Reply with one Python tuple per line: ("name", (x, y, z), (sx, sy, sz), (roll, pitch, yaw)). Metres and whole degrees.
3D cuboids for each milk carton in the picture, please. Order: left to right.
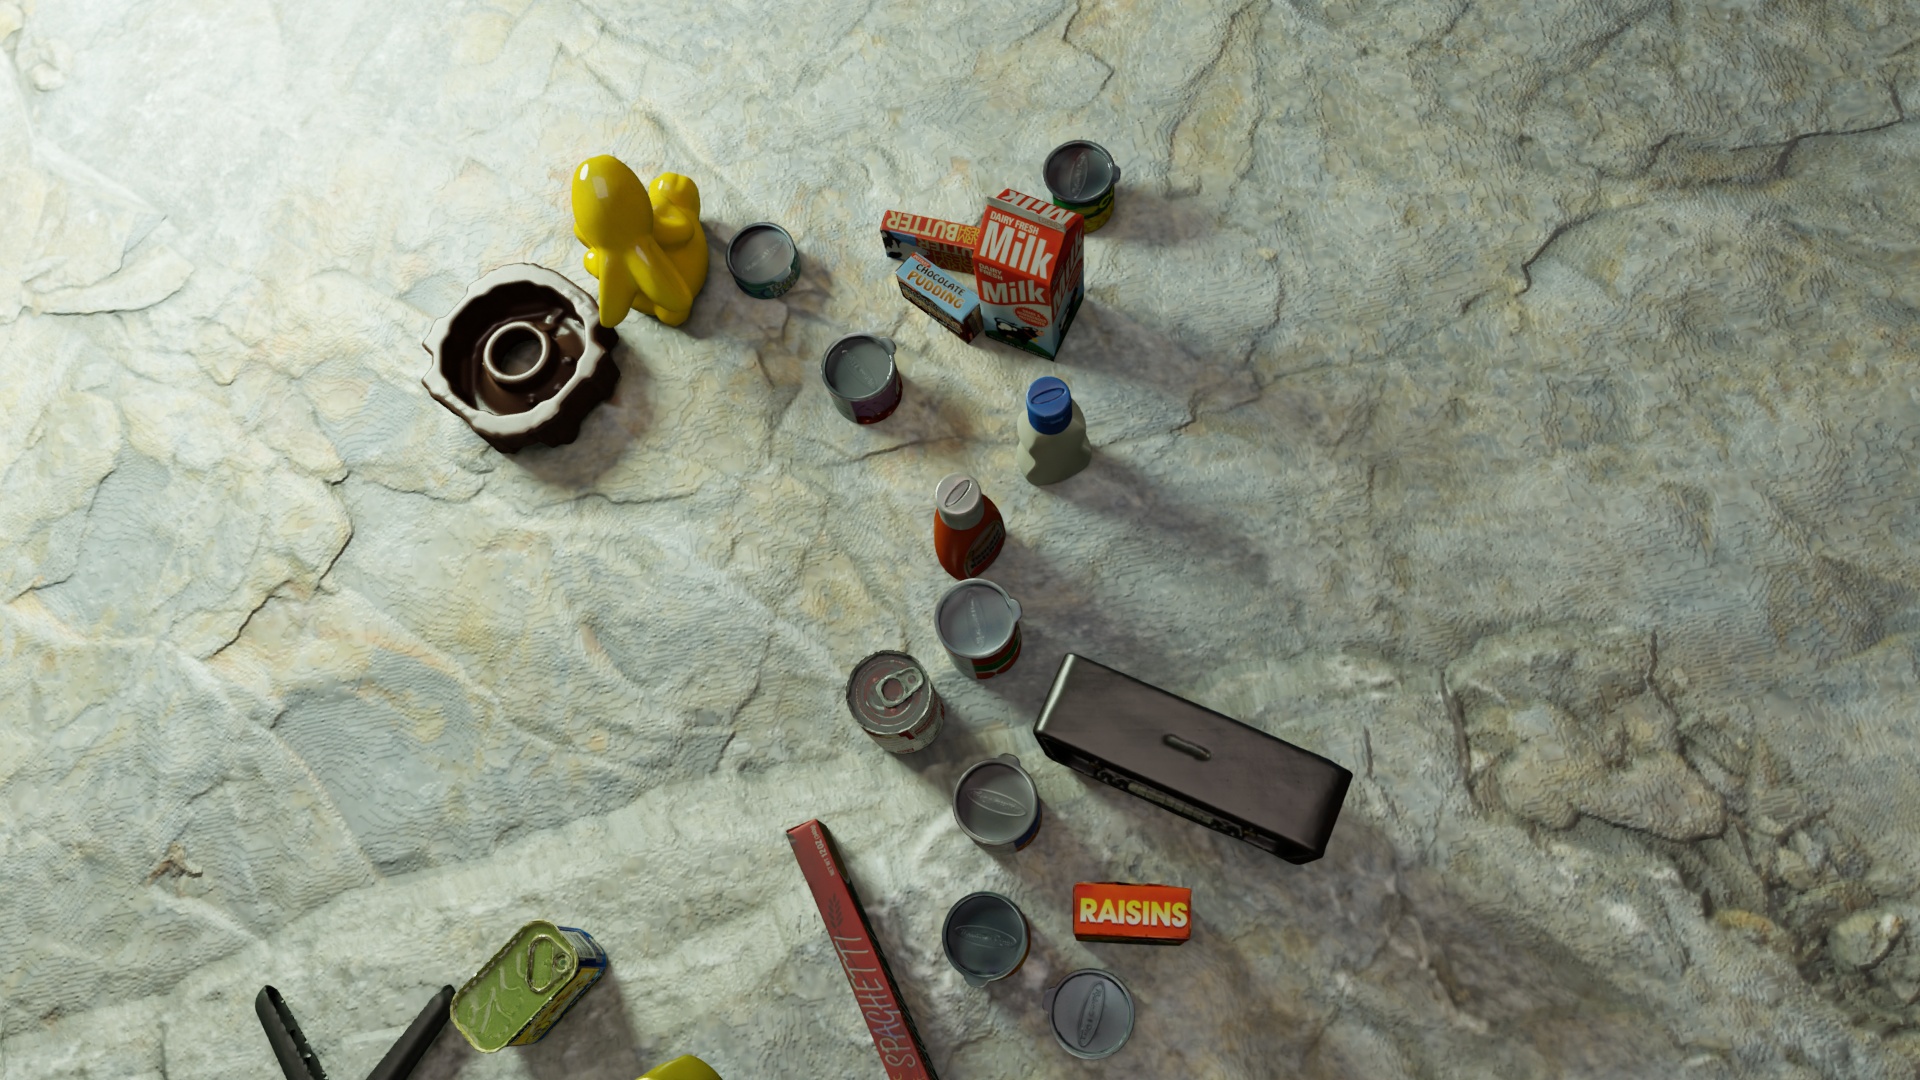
("milk carton", (0.060, -0.234, 1.189), (0.072, 0.190, 0.073), (22, 76, 12))

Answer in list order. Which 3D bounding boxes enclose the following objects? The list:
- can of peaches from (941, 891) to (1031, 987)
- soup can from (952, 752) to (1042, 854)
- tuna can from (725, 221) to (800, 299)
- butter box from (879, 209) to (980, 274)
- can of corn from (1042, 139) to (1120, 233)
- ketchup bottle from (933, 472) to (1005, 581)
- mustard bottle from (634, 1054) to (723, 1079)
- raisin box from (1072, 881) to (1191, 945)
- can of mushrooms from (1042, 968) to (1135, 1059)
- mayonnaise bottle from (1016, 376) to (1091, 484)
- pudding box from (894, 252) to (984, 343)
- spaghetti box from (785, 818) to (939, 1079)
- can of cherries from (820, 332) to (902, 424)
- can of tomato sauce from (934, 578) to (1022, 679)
("can of peaches", (0.020, 0.311, 1.081), (0.071, 0.058, 0.071), (-2, 72, 5))
("soup can", (0.032, 0.210, 1.100), (0.071, 0.083, 0.071), (-2, 72, 5))
("tuna can", (-0.183, -0.261, 1.305), (0.071, 0.032, 0.071), (-2, 72, 5))
("butter box", (-0.020, -0.274, 1.282), (0.103, 0.053, 0.024), (13, 74, 10))
("can of corn", (0.112, -0.326, 1.284), (0.071, 0.058, 0.071), (-2, 72, 5))
("ketchup bottle", (0.004, -0.014, 1.143), (0.043, 0.148, 0.065), (38, 80, 16))
("mustard bottle", (-0.219, 0.414, 1.016), (0.049, 0.159, 0.065), (33, 78, 15))
("raisin box", (0.128, 0.282, 1.046), (0.086, 0.123, 0.040), (2, 72, 6))
("can of mushrooms", (0.098, 0.363, 1.069), (0.071, 0.033, 0.071), (-2, 72, 5))
("mayonnaise bottle", (0.077, -0.092, 1.162), (0.065, 0.147, 0.041), (-20, 71, -1))
("pudding box", (-0.017, -0.222, 1.267), (0.084, 0.049, 0.030), (38, 80, 16))
("spaghetti box", (-0.072, 0.337, 1.086), (0.029, 0.050, 0.250), (-26, 71, -3))
("can of cherries", (-0.085, -0.145, 1.243), (0.071, 0.058, 0.071), (-2, 72, 5))
("can of tomato sauce", (0.018, 0.074, 1.147), (0.071, 0.083, 0.071), (-2, 72, 5))
